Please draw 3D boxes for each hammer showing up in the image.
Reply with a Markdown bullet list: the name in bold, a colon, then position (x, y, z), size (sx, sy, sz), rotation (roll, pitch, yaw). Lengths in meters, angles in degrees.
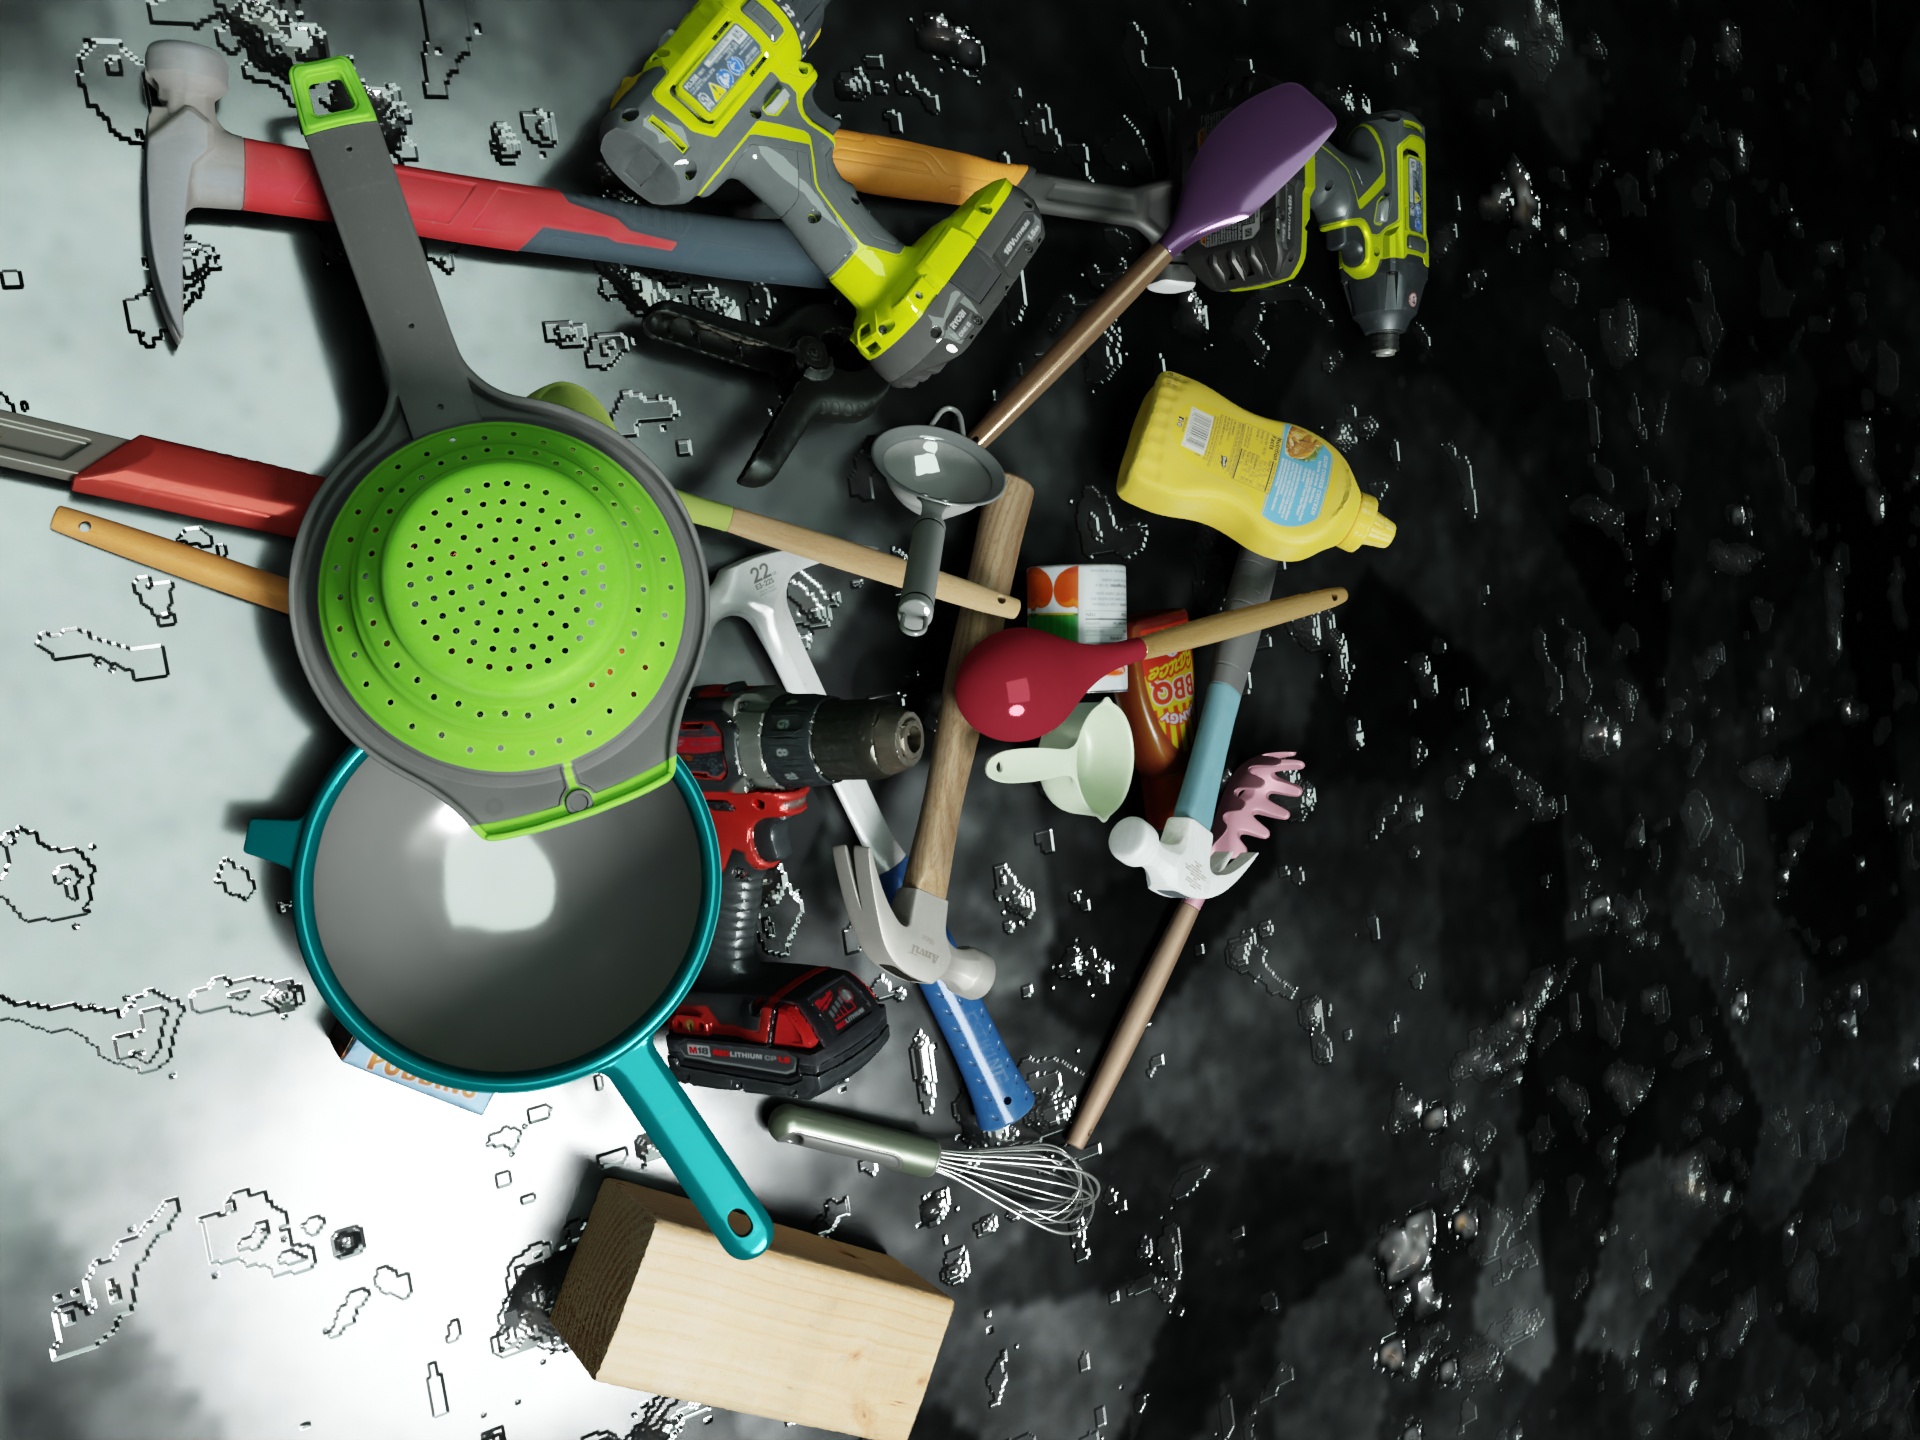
- **hammer**: position (0.014, -0.352, 1.017), size (0.336, 0.034, 0.127), rotation (-3, 95, -30)
- **hammer**: position (-0.378, -0.109, 0.779), size (0.358, 0.036, 0.149), rotation (12, 64, -33)
- **hammer**: position (-0.232, -0.260, 0.875), size (0.386, 0.038, 0.143), rotation (0, 93, -30)
- **hammer**: position (0.184, -0.033, 1.093), size (0.128, 0.033, 0.331), rotation (38, 61, -42)
- **hammer**: position (-0.002, -0.003, 0.989), size (0.130, 0.031, 0.331), rotation (29, 66, -43)
- **hammer**: position (-0.044, 0.079, 1.000), size (0.144, 0.035, 0.405), rotation (-32, 107, -25)

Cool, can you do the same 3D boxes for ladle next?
- **ladle**: position (-0.104, -0.113, 0.917), size (0.320, 0.062, 0.078), rotation (16, 67, -20)
- **ladle**: position (0.136, -0.050, 1.027), size (0.315, 0.031, 0.069), rotation (-16, 91, -30)

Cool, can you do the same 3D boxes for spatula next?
- **spatula**: position (-0.309, -0.048, 0.850), size (0.322, 0.041, 0.081), rotation (21, 82, -25)
- **spatula**: position (0.110, -0.283, 1.016), size (0.316, 0.018, 0.060), rotation (-46, 80, 5)

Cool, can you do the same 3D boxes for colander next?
- **colander**: position (-0.244, -0.140, 0.761), size (0.204, 0.094, 0.397), rotation (-20, 92, -16)

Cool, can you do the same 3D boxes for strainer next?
- **strainer**: position (-0.020, -0.114, 0.933), size (0.087, 0.259, 0.050), rotation (15, 123, -6)
- **strainer**: position (-0.205, 0.139, 0.855), size (0.211, 0.095, 0.340), rotation (-34, 97, -15)

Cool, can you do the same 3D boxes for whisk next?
- **whisk**: position (-0.013, 0.284, 1.024), size (0.246, 0.057, 0.059), rotation (21, 47, -25)

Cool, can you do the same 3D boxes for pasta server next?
- **pasta server**: position (0.156, 0.158, 1.120), size (0.316, 0.040, 0.060), rotation (-62, 143, -12)

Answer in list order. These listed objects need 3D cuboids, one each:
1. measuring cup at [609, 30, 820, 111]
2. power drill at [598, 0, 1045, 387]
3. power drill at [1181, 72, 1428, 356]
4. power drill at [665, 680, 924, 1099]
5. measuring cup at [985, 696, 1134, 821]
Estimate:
- **measuring cup**: position (-0.136, -0.376, 0.930), size (0.156, 0.029, 0.062), rotation (-42, 111, -20)
- **power drill**: position (-0.066, -0.322, 0.908), size (0.228, 0.080, 0.191), rotation (40, 68, -20)
- **power drill**: position (0.254, -0.352, 1.116), size (0.223, 0.080, 0.171), rotation (-4, 93, -44)
- **power drill**: position (-0.097, 0.089, 0.889), size (0.080, 0.188, 0.226), rotation (-23, 109, -59)
- **measuring cup**: position (0.054, 0.026, 1.024), size (0.167, 0.038, 0.083), rotation (-2, 93, -53)
